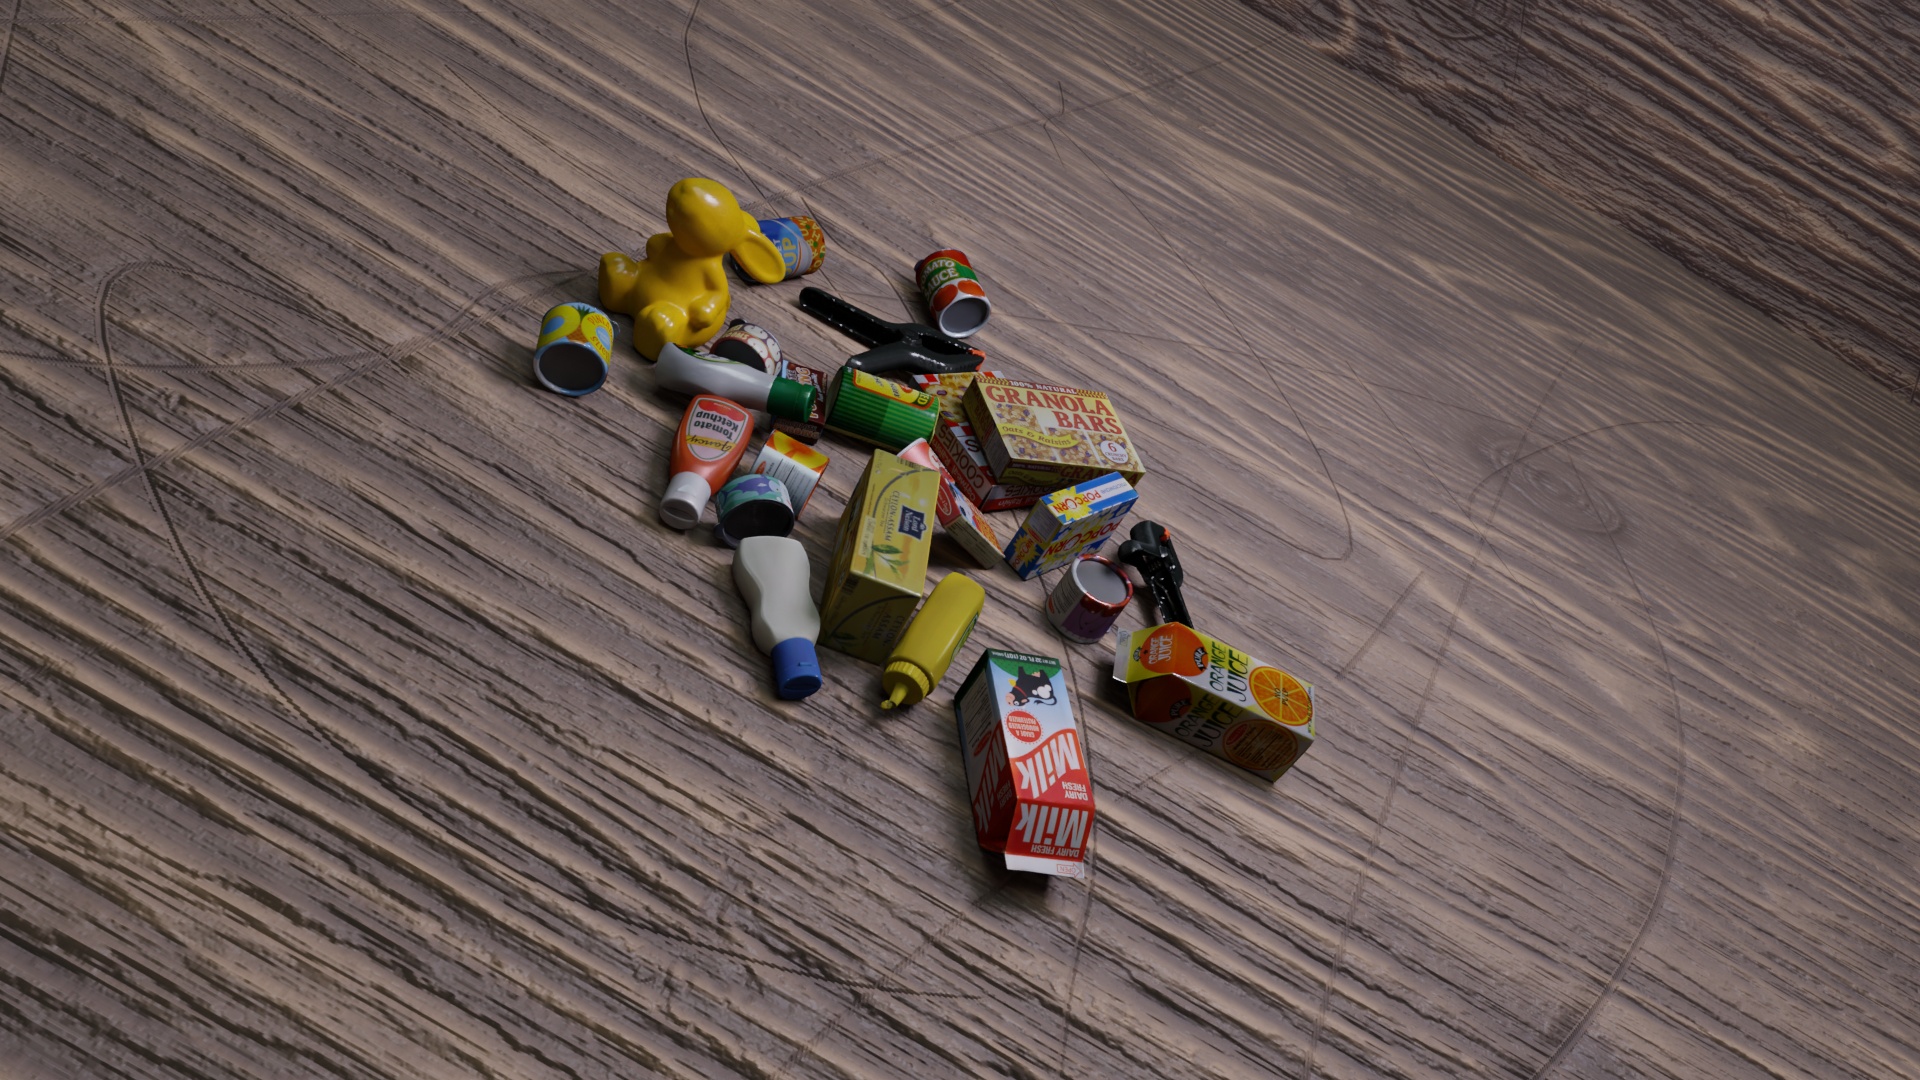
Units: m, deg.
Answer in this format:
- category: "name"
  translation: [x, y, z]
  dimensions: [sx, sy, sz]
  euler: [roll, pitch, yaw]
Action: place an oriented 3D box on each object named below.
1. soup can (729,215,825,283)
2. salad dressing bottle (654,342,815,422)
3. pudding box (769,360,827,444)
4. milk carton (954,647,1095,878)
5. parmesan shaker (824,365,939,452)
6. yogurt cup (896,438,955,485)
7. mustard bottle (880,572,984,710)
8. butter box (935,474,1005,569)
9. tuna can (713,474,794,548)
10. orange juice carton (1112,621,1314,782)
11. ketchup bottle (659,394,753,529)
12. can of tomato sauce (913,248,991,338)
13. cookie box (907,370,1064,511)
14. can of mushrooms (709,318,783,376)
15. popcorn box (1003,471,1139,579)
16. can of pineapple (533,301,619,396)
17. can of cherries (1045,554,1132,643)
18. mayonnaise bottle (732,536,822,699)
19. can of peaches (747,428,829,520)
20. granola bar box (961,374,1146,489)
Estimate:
- category: "soup can"
  translation: [-0.197, -0.316, 1.513]
  dimensions: [0.084, 0.071, 0.071]
  euler: [-20, 61, -45]
- category: "salad dressing bottle"
  translation: [-0.212, -0.148, 1.314]
  dimensions: [0.148, 0.044, 0.064]
  euler: [16, 3, 3]
- category: "pudding box"
  translation: [-0.160, -0.137, 1.376]
  dimensions: [0.050, 0.030, 0.084]
  euler: [16, 41, -17]
- category: "milk carton"
  translation: [0.053, 0.187, 1.134]
  dimensions: [0.072, 0.073, 0.191]
  euler: [12, 43, -23]
- category: "parmesan shaker"
  translation: [-0.080, -0.128, 1.386]
  dimensions: [0.103, 0.071, 0.072]
  euler: [18, 41, -16]
- category: "yogurt cup"
  translation: [-0.043, -0.057, 1.341]
  dimensions: [0.054, 0.072, 0.073]
  euler: [47, 41, 6]
- category: "mustard bottle"
  translation: [-0.029, 0.095, 1.191]
  dimensions: [0.049, 0.065, 0.161]
  euler: [29, 44, 5]
- category: "butter box"
  translation: [0.005, -0.016, 1.315]
  dimensions: [0.103, 0.024, 0.053]
  euler: [43, 18, -54]
- category: "tuna can"
  translation: [-0.183, -0.024, 1.215]
  dimensions: [0.071, 0.070, 0.033]
  euler: [6, 45, -28]
- category: "orange juice carton"
  translation: [0.229, 0.143, 1.294]
  dimensions: [0.193, 0.072, 0.072]
  euler: [25, 40, -7]
- category: "ketchup bottle"
  translation: [-0.233, -0.070, 1.248]
  dimensions: [0.065, 0.043, 0.149]
  euler: [19, 41, -8]
- category: "can of tomato sauce"
  translation: [-0.009, -0.285, 1.600]
  dimensions: [0.071, 0.070, 0.083]
  euler: [2, 48, -31]
- category: "cookie box"
  translation: [0.030, -0.106, 1.458]
  dimensions: [0.123, 0.040, 0.168]
  euler: [-8, 52, -39]
- category: "can of mushrooms"
  translation: [-0.211, -0.179, 1.356]
  dimensions: [0.071, 0.070, 0.034]
  euler: [31, 40, 0]
- category: "popcorn box"
  translation: [0.111, -0.015, 1.376]
  dimensions: [0.127, 0.084, 0.038]
  euler: [-19, 61, -44]
- category: "can of pineapple"
  translation: [-0.350, -0.174, 1.263]
  dimensions: [0.071, 0.070, 0.058]
  euler: [14, 43, -20]
- category: "can of cherries"
  translation: [0.125, 0.056, 1.331]
  dimensions: [0.071, 0.058, 0.072]
  euler: [17, 41, -16]
- category: "mayonnaise bottle"
  translation: [-0.149, 0.063, 1.163]
  dimensions: [0.065, 0.041, 0.149]
  euler: [4, 47, -28]
- category: "can of peaches"
  translation: [-0.159, -0.060, 1.268]
  dimensions: [0.058, 0.071, 0.071]
  euler: [28, 39, -4]
- category: "granola bar box"
  translation: [0.095, -0.108, 1.436]
  dimensions: [0.166, 0.038, 0.125]
  euler: [4, 46, -30]
